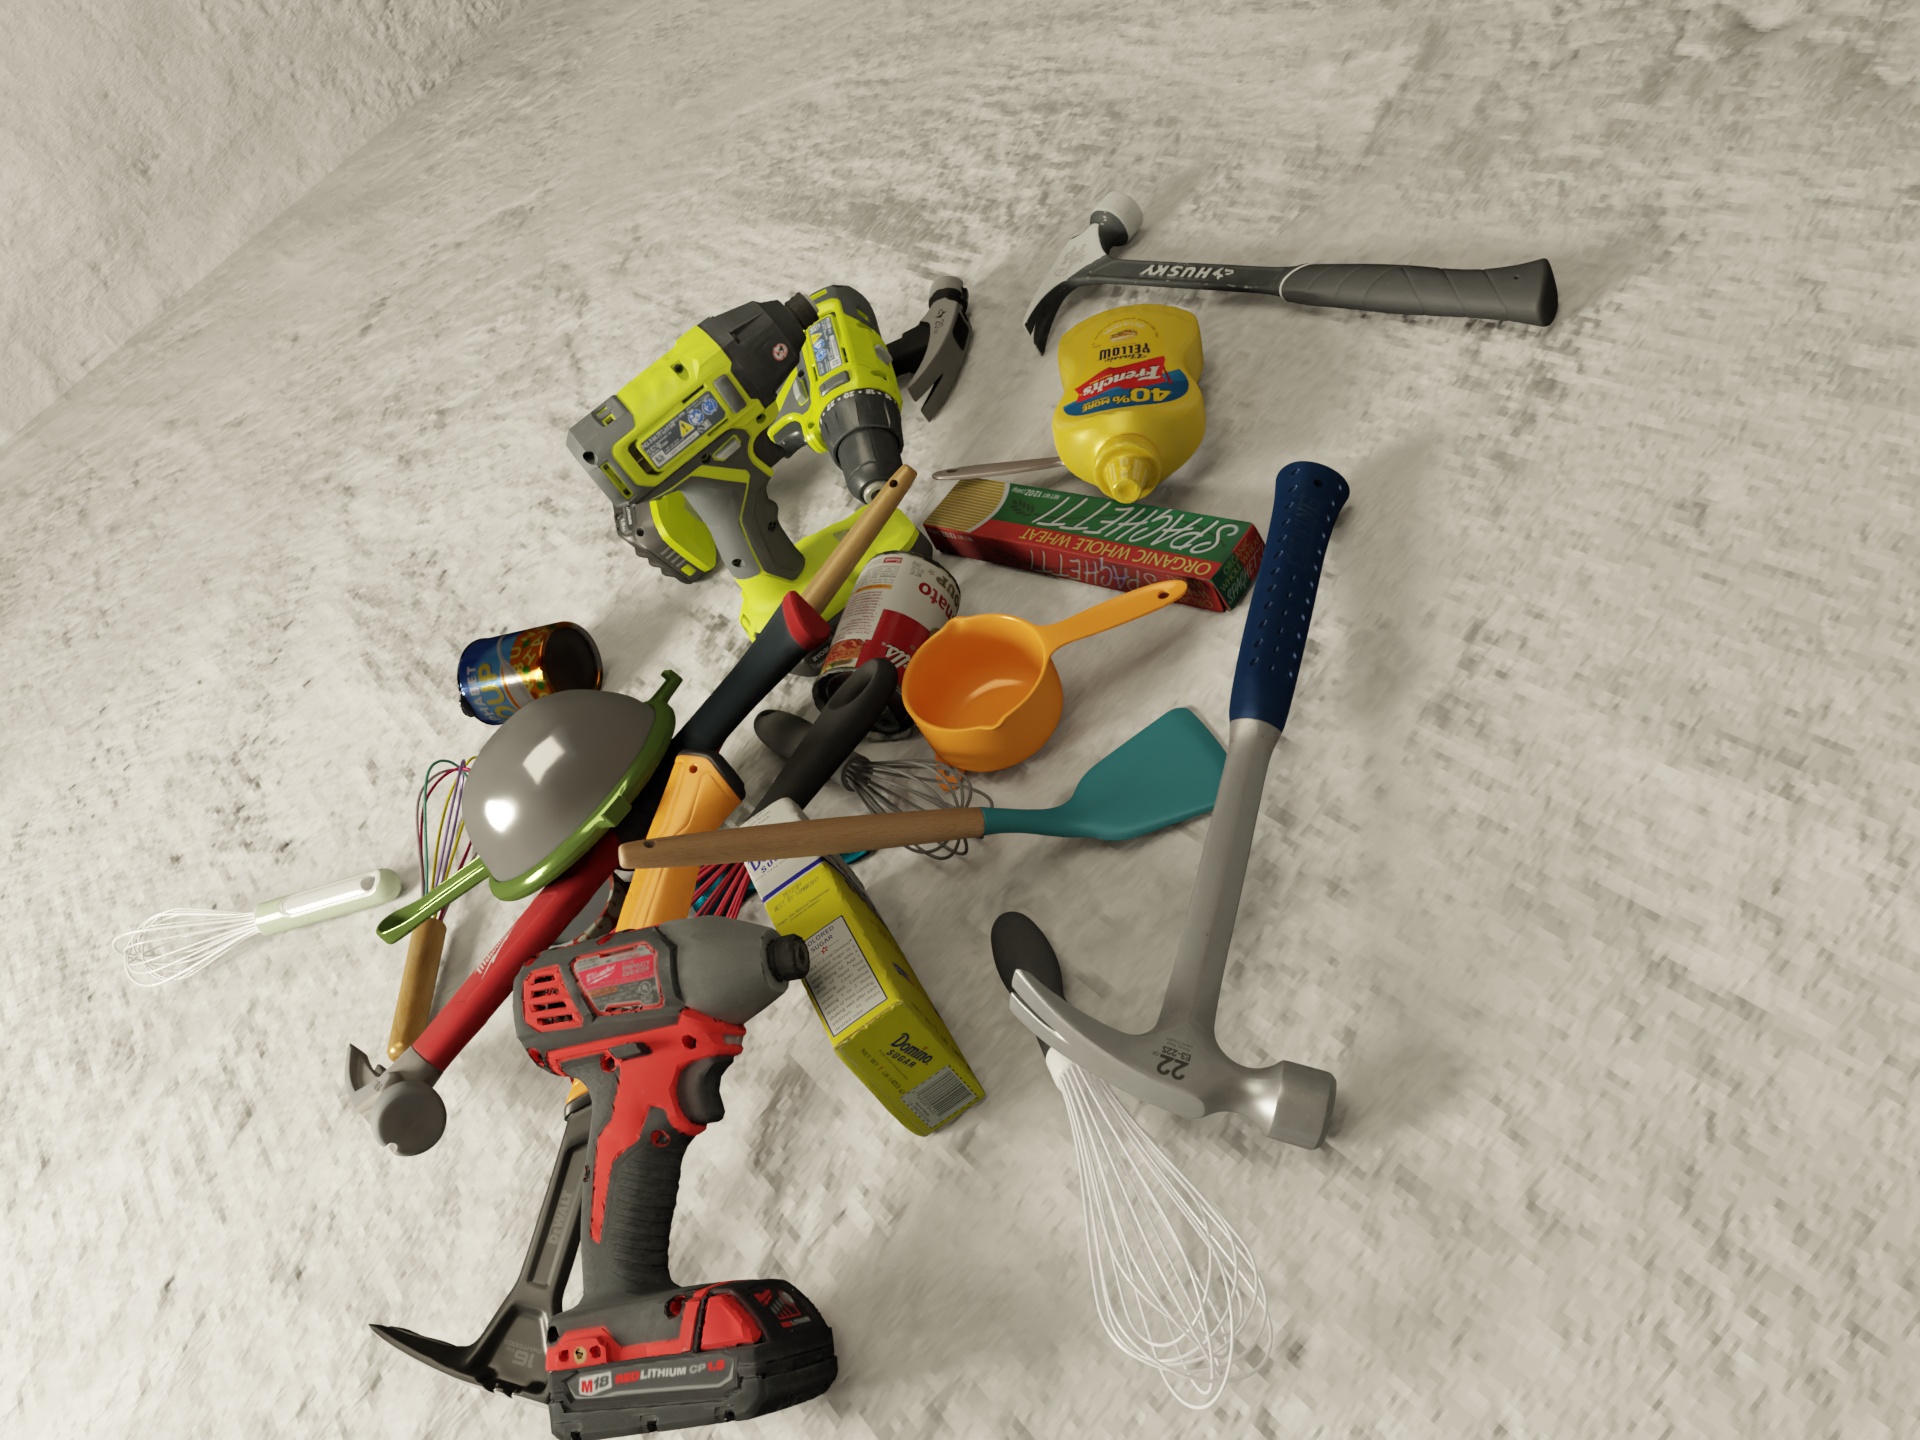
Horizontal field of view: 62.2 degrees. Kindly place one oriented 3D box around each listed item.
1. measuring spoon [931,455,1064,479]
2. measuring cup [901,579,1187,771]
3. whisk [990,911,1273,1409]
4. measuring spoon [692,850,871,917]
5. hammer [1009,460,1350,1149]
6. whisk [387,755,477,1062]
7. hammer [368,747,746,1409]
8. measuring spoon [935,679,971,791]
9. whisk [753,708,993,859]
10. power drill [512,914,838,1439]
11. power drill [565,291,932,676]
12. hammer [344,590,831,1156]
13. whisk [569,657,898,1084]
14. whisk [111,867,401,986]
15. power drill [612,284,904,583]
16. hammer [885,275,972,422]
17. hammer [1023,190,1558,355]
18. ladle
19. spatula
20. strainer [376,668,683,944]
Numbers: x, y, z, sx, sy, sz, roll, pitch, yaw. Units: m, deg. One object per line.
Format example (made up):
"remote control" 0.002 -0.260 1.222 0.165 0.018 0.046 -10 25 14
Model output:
"measuring spoon" 0.041 -0.176 1.061 0.124 0.018 0.034 -7 27 8
"measuring cup" 0.054 -0.029 0.916 0.173 0.052 0.095 -23 46 2
"whisk" 0.061 0.177 0.710 0.070 0.070 0.285 -33 35 4
"measuring spoon" -0.109 0.084 0.940 0.128 0.021 0.042 -19 43 22
"hammer" 0.140 0.010 0.794 0.144 0.035 0.406 15 51 8
"whisk" -0.352 0.118 1.068 0.047 0.051 0.245 -17 46 14
"hammer" -0.187 0.170 0.823 0.127 0.034 0.337 9 68 15
"measuring spoon" -0.002 -0.003 0.961 0.021 0.011 0.117 -6 50 15
"whisk" -0.060 0.029 0.945 0.055 0.055 0.239 -48 37 -14
"power drill" -0.125 0.199 0.723 0.143 0.078 0.220 -15 71 16
"power drill" -0.118 -0.149 1.017 0.171 0.223 0.080 -39 40 -3
"hammer" -0.215 0.075 0.942 0.386 0.038 0.143 -51 24 -15
"whisk" -0.129 0.083 0.899 0.296 0.073 0.073 -53 42 -7
"whisk" -0.510 0.145 1.151 0.246 0.059 0.058 -16 56 16
"power drill" -0.144 -0.197 1.173 0.228 0.080 0.191 -27 55 18
"hammer" -0.146 -0.250 1.283 0.335 0.035 0.146 -17 43 22
"hammer" 0.209 -0.294 1.072 0.409 0.036 0.149 20 66 45
"ladle" -0.126 -0.034 1.008 0.069 0.031 0.315 38 93 21
"spatula" -0.014 0.044 0.813 0.317 0.044 0.082 -5 37 -18
"strainer" -0.282 0.054 0.951 0.256 0.069 0.152 -33 25 23
